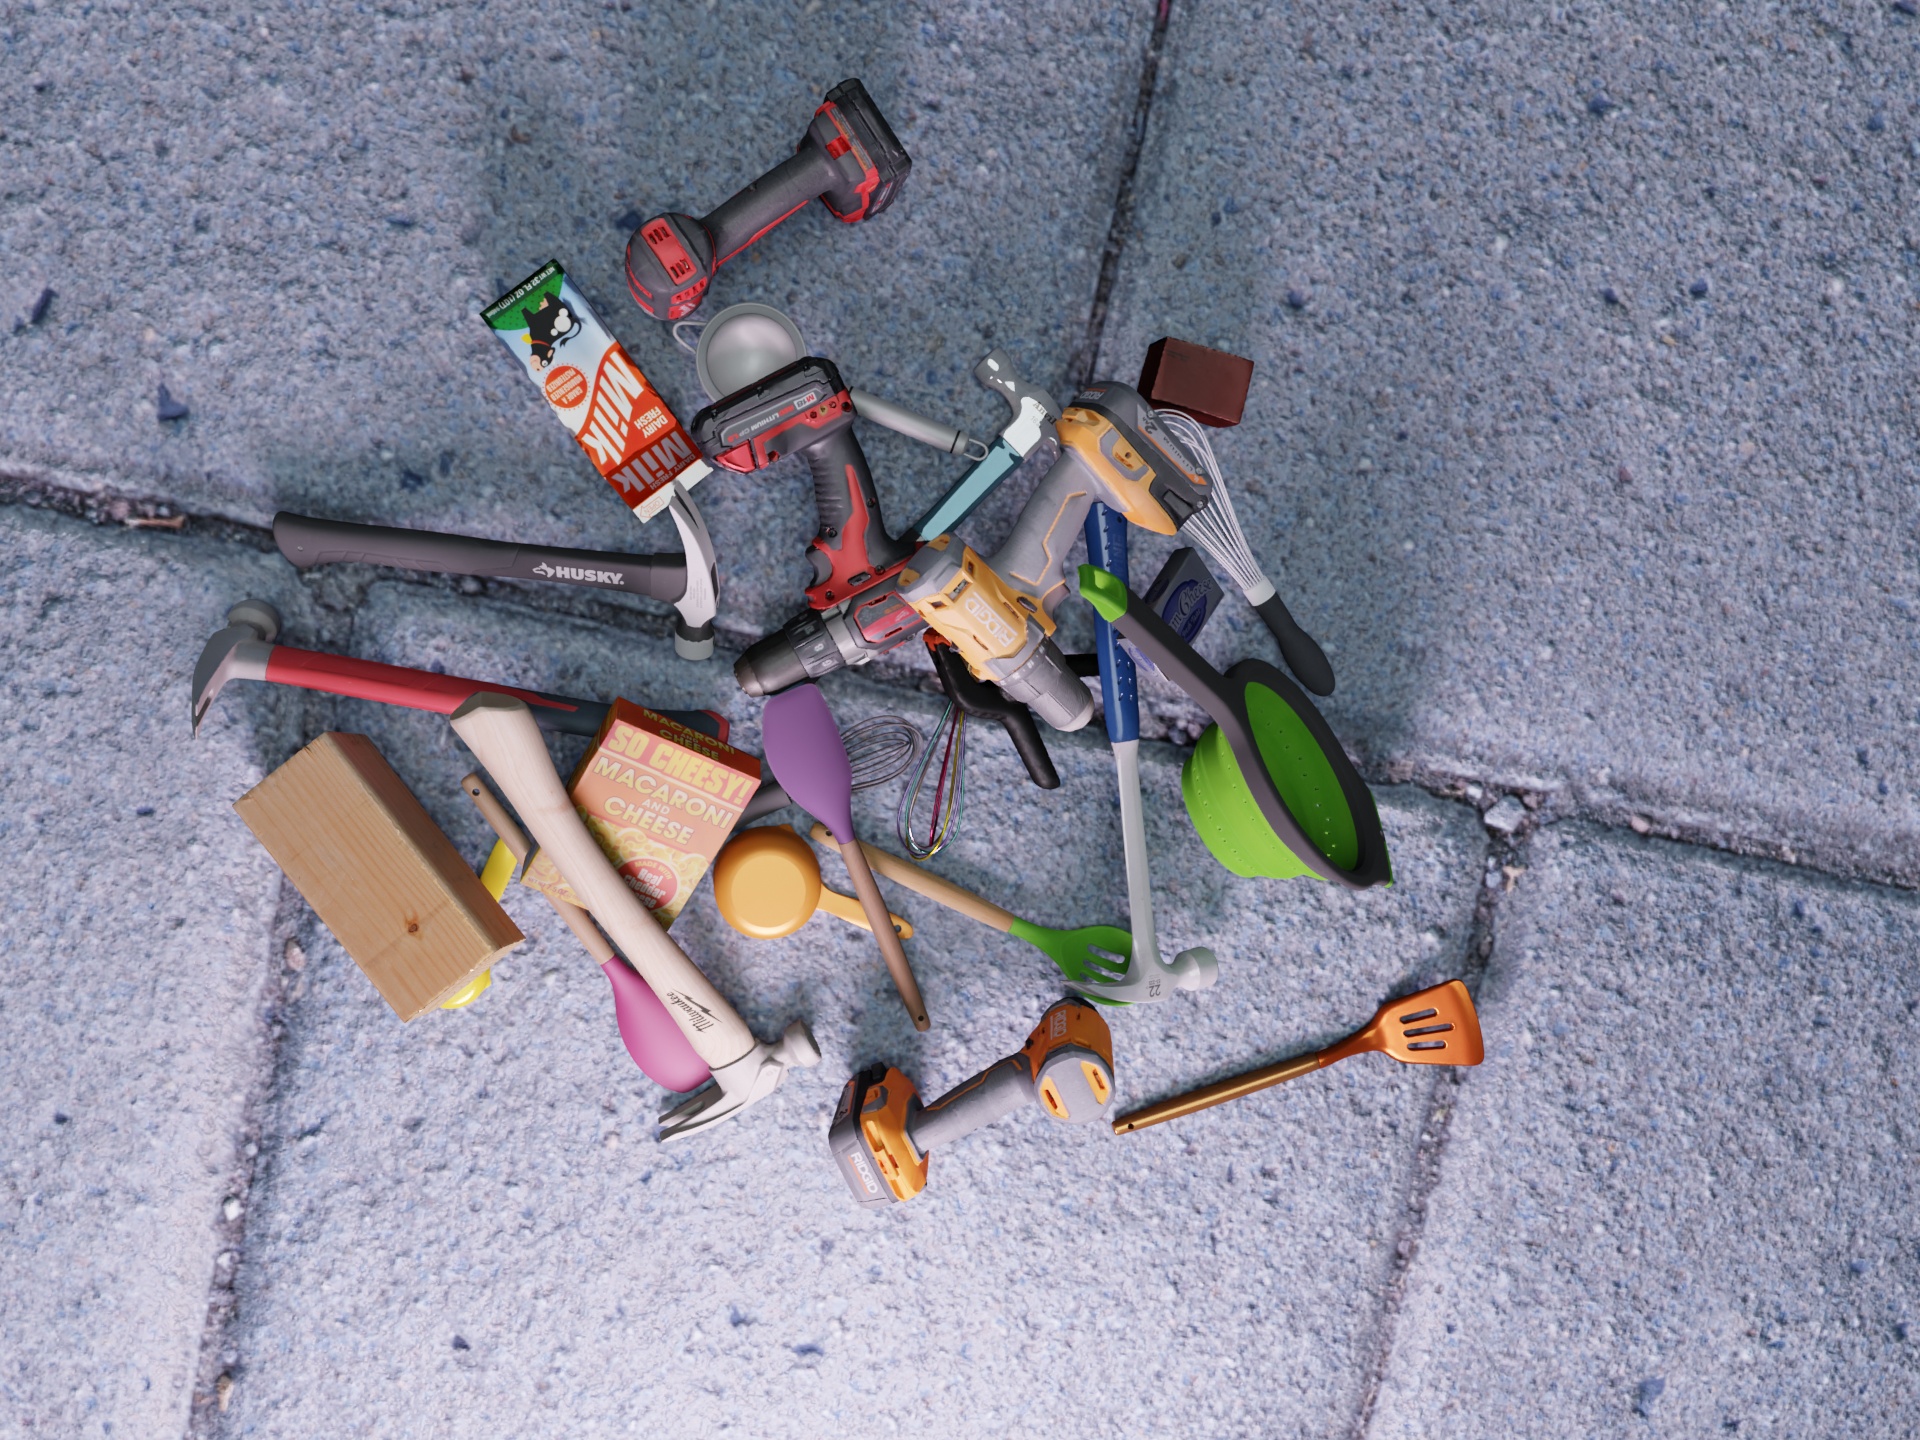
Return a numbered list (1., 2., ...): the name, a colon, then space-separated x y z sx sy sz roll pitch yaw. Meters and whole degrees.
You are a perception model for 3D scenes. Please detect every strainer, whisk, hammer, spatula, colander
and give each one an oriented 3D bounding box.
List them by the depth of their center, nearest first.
1. hammer: -0.369 -0.008 1.207 0.386 0.143 0.038 10 123 -13
2. hammer: -0.352 -0.128 1.213 0.334 0.035 0.146 6 130 -2
3. hammer: -0.265 0.153 1.213 0.146 0.038 0.410 -30 117 -1
4. colander: 0.190 0.017 1.234 0.094 0.205 0.396 -31 128 28
5. strainer: -0.099 -0.254 1.237 0.258 0.050 0.087 22 99 -3
6. spatula: -0.084 0.118 1.268 0.060 0.018 0.315 -24 110 -7
7. hammer: -0.040 -0.136 1.274 0.128 0.033 0.331 44 90 -8
8. whisk: -0.142 0.056 1.277 0.239 0.055 0.055 -23 99 0
9. hammer: 0.129 0.028 1.277 0.144 0.035 0.405 -8 94 -35
10. whisk: 0.000 -0.004 1.290 0.051 0.047 0.245 15 91 -7
11. whisk: 0.227 -0.132 1.298 0.070 0.070 0.284 -38 104 -2
12. spatula: 0.285 0.301 1.359 0.322 0.041 0.081 -18 99 -4

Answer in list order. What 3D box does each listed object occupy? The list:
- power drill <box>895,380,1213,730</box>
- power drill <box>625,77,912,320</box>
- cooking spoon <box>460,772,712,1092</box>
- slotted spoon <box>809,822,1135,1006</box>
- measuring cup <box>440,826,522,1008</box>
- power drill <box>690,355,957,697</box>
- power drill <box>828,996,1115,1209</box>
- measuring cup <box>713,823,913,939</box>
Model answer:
1. power drill: 0.087 -0.118 1.197 0.226 0.084 0.185 -47 112 -4
2. power drill: -0.152 -0.375 1.186 0.219 0.143 0.078 -35 98 -9
3. cooking spoon: -0.300 0.172 1.279 0.069 0.017 0.318 -35 103 -2
4. slotted spoon: 0.019 0.155 1.315 0.313 0.031 0.070 26 60 -6
5. measuring cup: -0.385 0.157 1.265 0.062 0.029 0.156 24 93 -9
6. power drill: -0.122 -0.140 1.203 0.188 0.080 0.226 -28 108 -2
7. power drill: 0.017 0.294 1.280 0.226 0.164 0.084 -24 99 9
8. measuring cup: -0.117 0.148 1.285 0.173 0.052 0.095 22 93 -8
